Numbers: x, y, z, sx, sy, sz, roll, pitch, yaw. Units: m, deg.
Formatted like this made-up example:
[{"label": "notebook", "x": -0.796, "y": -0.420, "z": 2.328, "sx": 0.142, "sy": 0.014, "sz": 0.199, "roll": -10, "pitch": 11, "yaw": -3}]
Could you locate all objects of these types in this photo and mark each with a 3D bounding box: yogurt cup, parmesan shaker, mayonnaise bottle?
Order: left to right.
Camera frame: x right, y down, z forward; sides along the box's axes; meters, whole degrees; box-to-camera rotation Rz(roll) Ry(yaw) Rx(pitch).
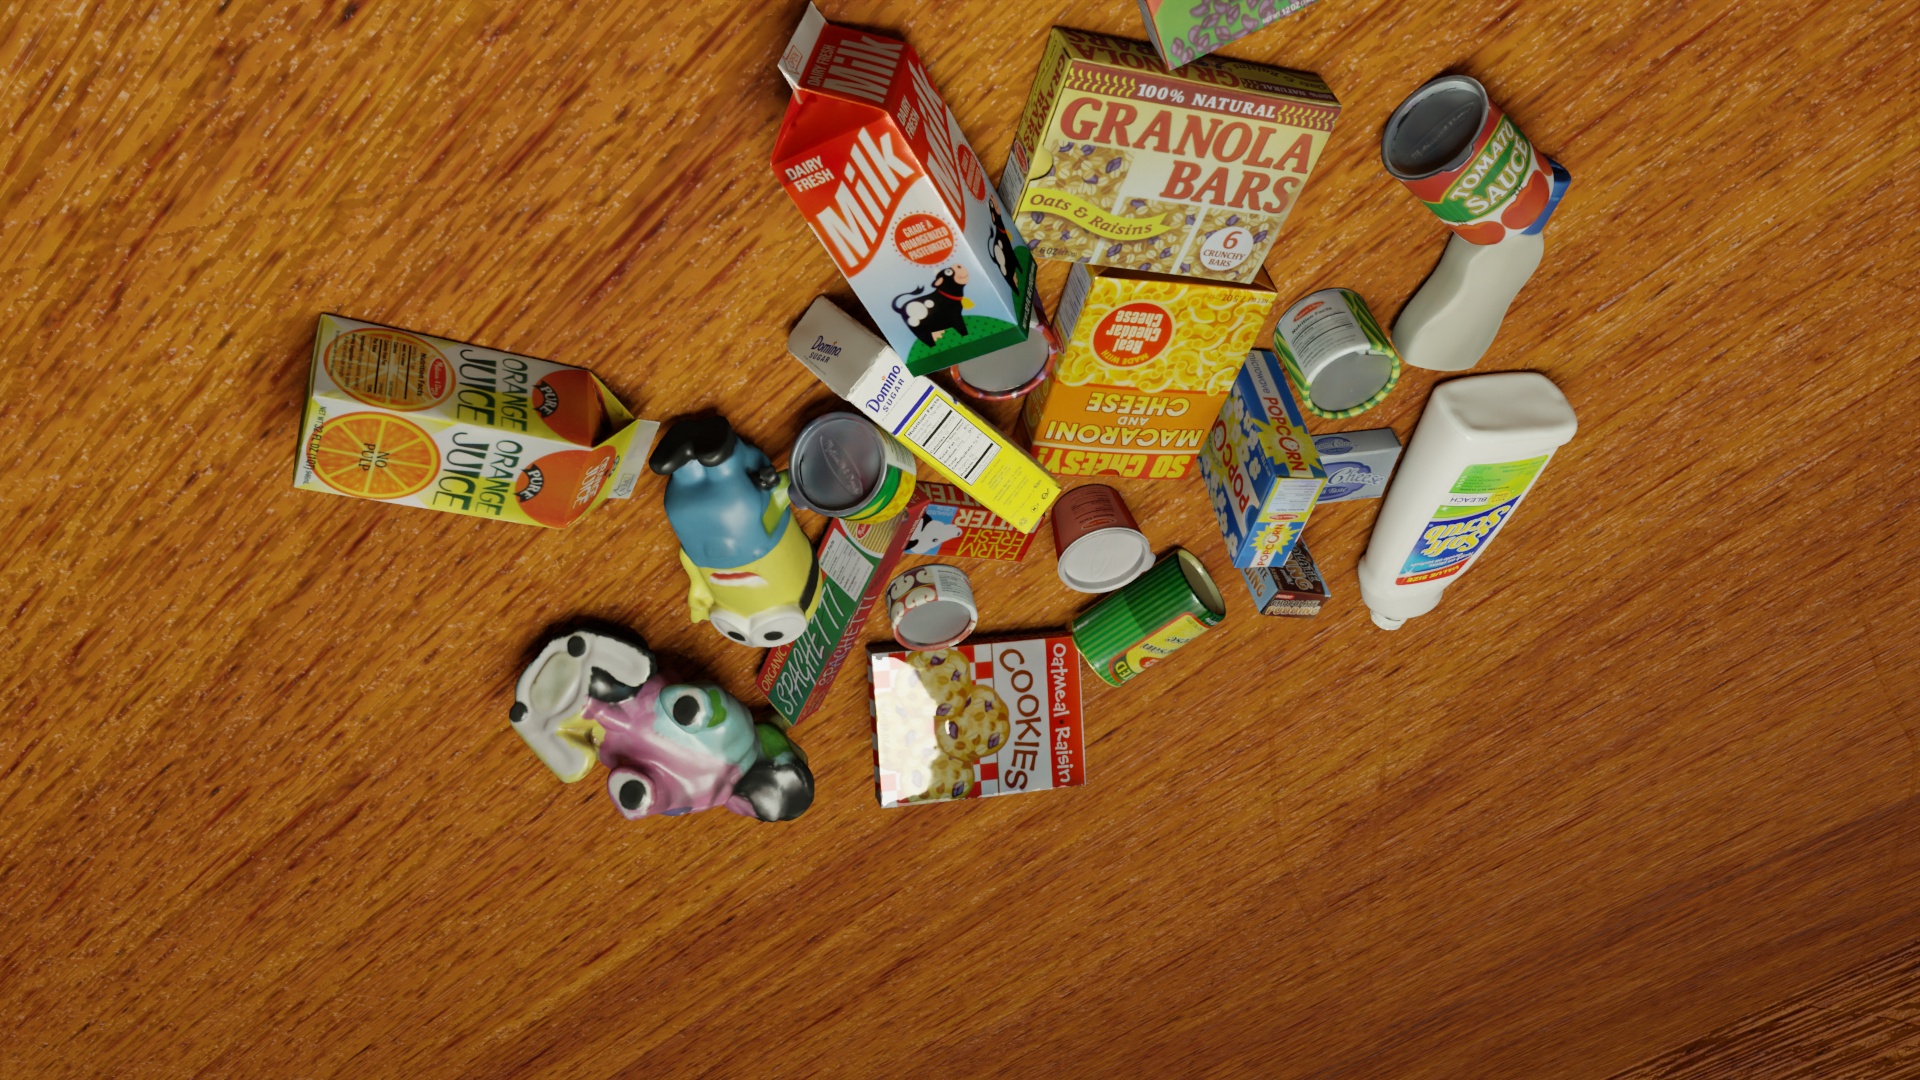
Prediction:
[{"label": "yogurt cup", "x": 0.098, "y": -0.003, "z": 1.007, "sx": 0.072, "sy": 0.054, "sz": 0.072, "roll": -8, "pitch": 139, "yaw": -7}, {"label": "parmesan shaker", "x": 0.146, "y": 0.060, "z": 1.082, "sx": 0.103, "sy": 0.071, "sz": 0.071, "roll": -36, "pitch": 135, "yaw": 23}, {"label": "mayonnaise bottle", "x": 0.338, "y": -0.177, "z": 0.895, "sx": 0.065, "sy": 0.041, "sz": 0.147, "roll": 1, "pitch": 136, "yaw": -20}]

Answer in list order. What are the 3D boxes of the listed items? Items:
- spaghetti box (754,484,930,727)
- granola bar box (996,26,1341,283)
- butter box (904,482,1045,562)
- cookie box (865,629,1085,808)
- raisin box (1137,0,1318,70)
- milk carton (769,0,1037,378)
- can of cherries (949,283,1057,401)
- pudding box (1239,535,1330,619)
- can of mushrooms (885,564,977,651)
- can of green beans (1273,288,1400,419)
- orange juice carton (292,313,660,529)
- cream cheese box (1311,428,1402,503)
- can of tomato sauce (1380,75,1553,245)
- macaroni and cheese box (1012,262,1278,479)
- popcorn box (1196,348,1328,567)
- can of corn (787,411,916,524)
[{"label": "spaghetti box", "x": -0.090, "y": 0.042, "z": 1.002, "sx": 0.029, "sy": 0.050, "sz": 0.248, "roll": -28, "pitch": 155, "yaw": -45}, {"label": "granola bar box", "x": 0.114, "y": -0.213, "z": 0.787, "sx": 0.166, "sy": 0.039, "sz": 0.123, "roll": 3, "pitch": 136, "yaw": -19}, {"label": "butter box", "x": 0.004, "y": -0.012, "z": 0.992, "sx": 0.104, "sy": 0.024, "sz": 0.052, "roll": 5, "pitch": 136, "yaw": -21}, {"label": "cookie box", "x": 0.013, "y": 0.139, "z": 1.101, "sx": 0.168, "sy": 0.040, "sz": 0.122, "roll": -4, "pitch": 95, "yaw": -12}, {"label": "raisin box", "x": 0.120, "y": -0.307, "z": 0.684, "sx": 0.086, "sy": 0.040, "sz": 0.123, "roll": -23, "pitch": 140, "yaw": 10}, {"label": "milk carton", "x": -0.035, "y": -0.184, "z": 0.726, "sx": 0.073, "sy": 0.073, "sz": 0.190, "roll": -16, "pitch": 130, "yaw": 25}, {"label": "can of cherries", "x": 0.022, "y": -0.125, "z": 0.844, "sx": 0.071, "sy": 0.059, "sz": 0.071, "roll": -8, "pitch": 138, "yaw": -7}, {"label": "pudding box", "x": 0.240, "y": 0.019, "z": 1.052, "sx": 0.050, "sy": 0.084, "sz": 0.030, "roll": 7, "pitch": 134, "yaw": -23}, {"label": "can of mushrooms", "x": -0.023, "y": 0.053, "z": 1.051, "sx": 0.071, "sy": 0.033, "sz": 0.070, "roll": -9, "pitch": 139, "yaw": -8}, {"label": "can of green beans", "x": 0.248, "y": -0.122, "z": 0.915, "sx": 0.071, "sy": 0.058, "sz": 0.071, "roll": -8, "pitch": 139, "yaw": -7}, {"label": "orange juice carton", "x": -0.279, "y": -0.063, "z": 0.813, "sx": 0.193, "sy": 0.073, "sz": 0.071, "roll": 10, "pitch": 133, "yaw": -27}, {"label": "cream cheese box", "x": 0.268, "y": -0.052, "z": 1.026, "sx": 0.104, "sy": 0.024, "sz": 0.053, "roll": -6, "pitch": 138, "yaw": -10}, {"label": "can of tomato sauce", "x": 0.298, "y": -0.219, "z": 0.812, "sx": 0.083, "sy": 0.071, "sz": 0.071, "roll": 26, "pitch": 125, "yaw": -37}, {"label": "macaroni and cheese box", "x": 0.115, "y": -0.111, "z": 0.902, "sx": 0.124, "sy": 0.040, "sz": 0.165, "roll": 1, "pitch": 137, "yaw": -17}, {"label": "popcorn box", "x": 0.194, "y": -0.056, "z": 0.921, "sx": 0.038, "sy": 0.127, "sz": 0.084, "roll": 2, "pitch": 136, "yaw": -13}, {"label": "can of corn", "x": -0.070, "y": -0.043, "z": 0.888, "sx": 0.071, "sy": 0.071, "sz": 0.058, "roll": -27, "pitch": 167, "yaw": 14}]
